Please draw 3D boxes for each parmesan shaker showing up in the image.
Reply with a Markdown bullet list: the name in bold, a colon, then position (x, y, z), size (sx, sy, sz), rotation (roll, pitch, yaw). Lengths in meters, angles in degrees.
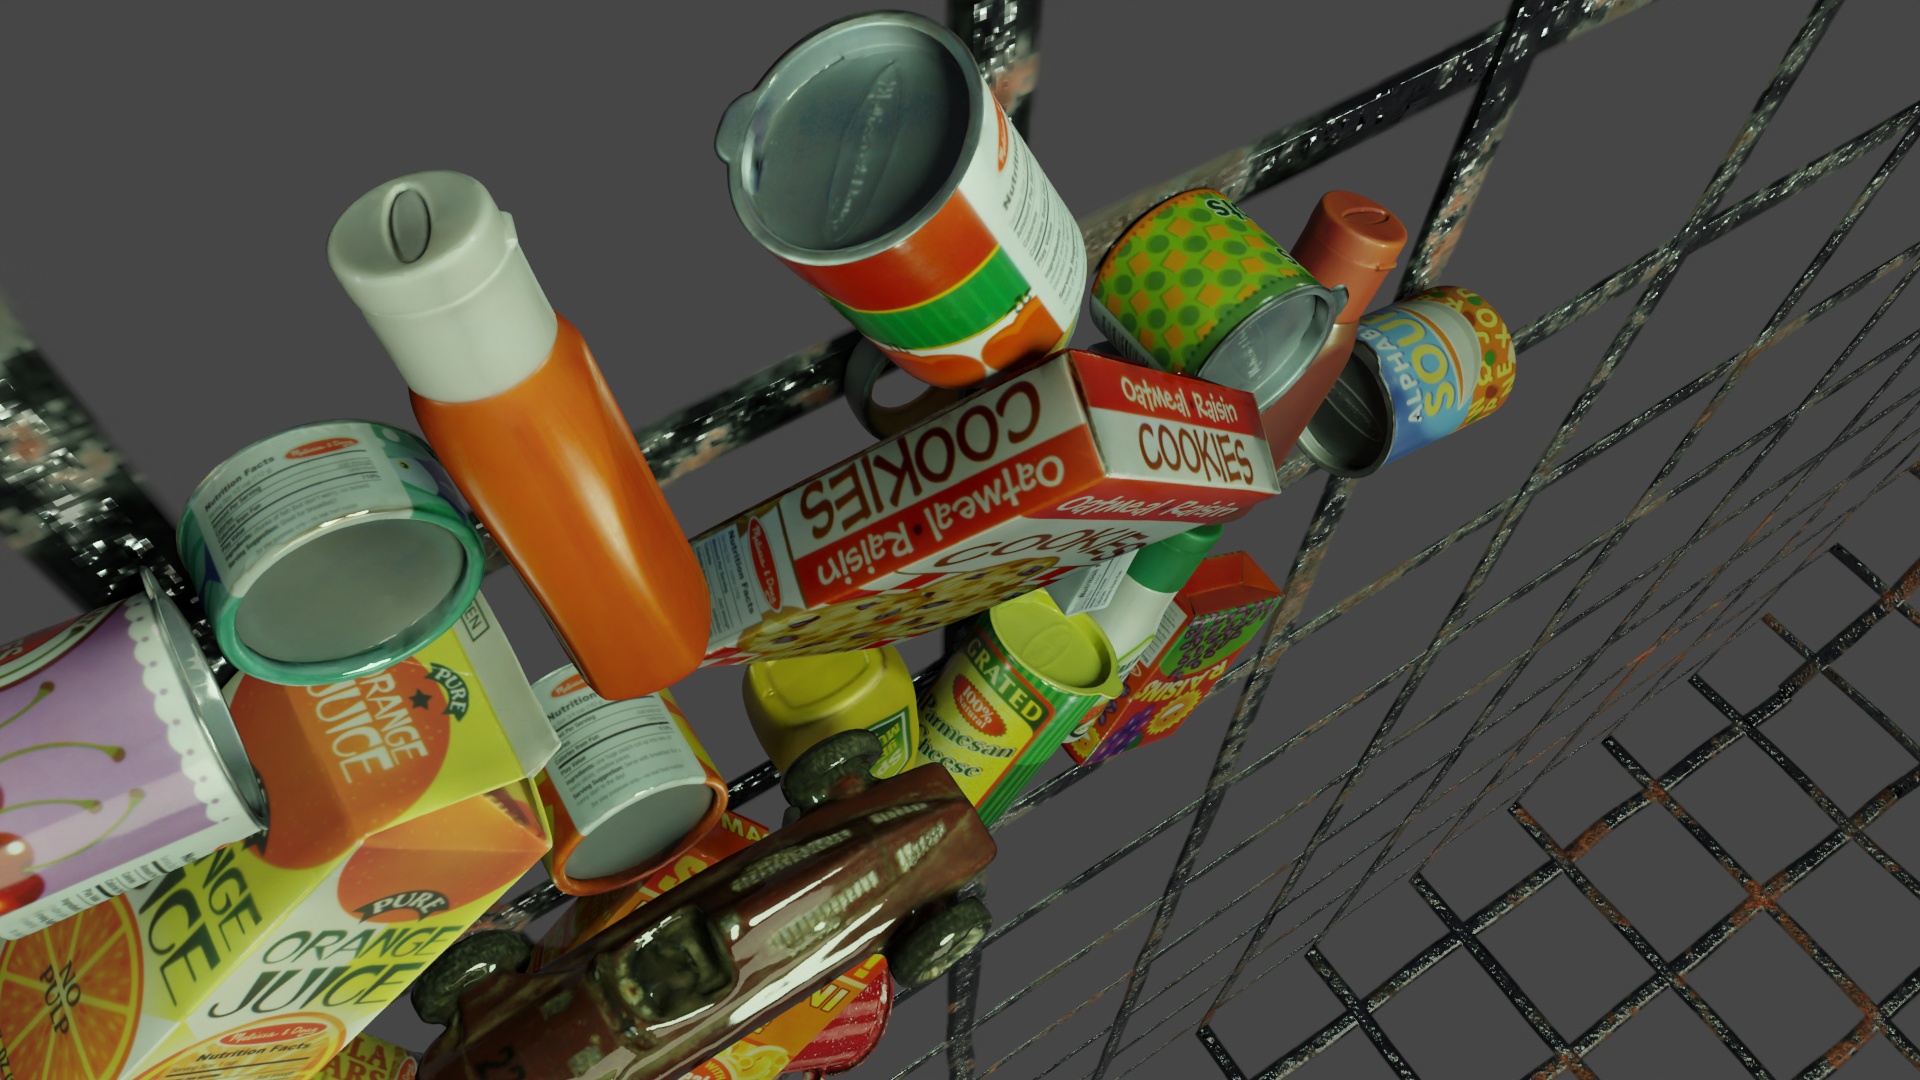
- **parmesan shaker**: position (0.020, 0.080, 0.642), size (0.071, 0.071, 0.102), rotation (-6, 139, -46)

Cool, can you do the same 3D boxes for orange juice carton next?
- **orange juice carton**: position (-0.193, 0.094, 0.407), size (0.192, 0.072, 0.073), rotation (-44, 153, 12)

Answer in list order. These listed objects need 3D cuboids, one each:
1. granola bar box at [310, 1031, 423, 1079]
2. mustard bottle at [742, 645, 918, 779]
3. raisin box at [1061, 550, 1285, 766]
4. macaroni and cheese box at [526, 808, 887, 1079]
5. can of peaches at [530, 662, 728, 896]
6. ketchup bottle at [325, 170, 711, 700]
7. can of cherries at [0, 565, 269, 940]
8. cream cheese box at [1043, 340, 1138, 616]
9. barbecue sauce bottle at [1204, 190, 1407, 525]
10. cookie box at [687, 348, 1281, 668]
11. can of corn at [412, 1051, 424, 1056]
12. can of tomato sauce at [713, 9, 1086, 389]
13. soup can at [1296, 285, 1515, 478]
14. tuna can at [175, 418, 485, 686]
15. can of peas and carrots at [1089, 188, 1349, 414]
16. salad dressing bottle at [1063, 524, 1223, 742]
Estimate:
- **granola bar box**: position (-0.268, 0.258, 0.539), size (0.124, 0.039, 0.165), rotation (35, 109, -24)
- **mustard bottle**: position (-0.047, 0.086, 0.595), size (0.065, 0.049, 0.159), rotation (-30, 152, -10)
- **raisin box**: position (0.110, 0.065, 0.766), size (0.086, 0.040, 0.122), rotation (-10, 141, -44)
- **macaroni and cheese box**: position (-0.125, 0.199, 0.628), size (0.123, 0.040, 0.166), rotation (33, 109, -27)
- **can of peaches**: position (-0.123, 0.083, 0.489), size (0.071, 0.058, 0.071), rotation (-29, 151, -18)
- **ketchup bottle**: position (-0.104, -0.023, 0.348), size (0.043, 0.065, 0.148), rotation (-21, 142, -6)
- **can of cherries**: position (-0.208, 0.049, 0.330), size (0.058, 0.072, 0.071), rotation (-24, 150, -23)
- **cream cheese box**: position (0.054, -0.023, 0.545), size (0.024, 0.053, 0.103), rotation (-14, 145, -35)
- **barbecue sauce bottle**: position (0.130, -0.072, 0.572), size (0.065, 0.044, 0.147), rotation (-15, 145, -37)
- **cookie box**: position (0.002, -0.006, 0.445), size (0.167, 0.040, 0.123), rotation (-24, 167, 31)
- **can of corn**: position (-0.258, 0.275, 0.624), size (0.071, 0.058, 0.070), rotation (-28, 151, -17)
- **can of tomato sauce**: position (-0.012, -0.083, 0.359), size (0.071, 0.071, 0.083), rotation (-41, 153, 7)
- **soup can**: position (0.197, -0.074, 0.624), size (0.084, 0.071, 0.071), rotation (-24, 150, -27)
- **tuna can**: position (-0.158, 0.005, 0.354), size (0.071, 0.033, 0.070), rotation (-29, 151, -17)
- **can of peas and carrots**: position (0.090, -0.082, 0.489), size (0.071, 0.059, 0.070), rotation (-29, 152, -18)
- **salad dressing bottle**: position (0.075, 0.037, 0.672), size (0.064, 0.044, 0.146), rotation (-23, 151, -46)
